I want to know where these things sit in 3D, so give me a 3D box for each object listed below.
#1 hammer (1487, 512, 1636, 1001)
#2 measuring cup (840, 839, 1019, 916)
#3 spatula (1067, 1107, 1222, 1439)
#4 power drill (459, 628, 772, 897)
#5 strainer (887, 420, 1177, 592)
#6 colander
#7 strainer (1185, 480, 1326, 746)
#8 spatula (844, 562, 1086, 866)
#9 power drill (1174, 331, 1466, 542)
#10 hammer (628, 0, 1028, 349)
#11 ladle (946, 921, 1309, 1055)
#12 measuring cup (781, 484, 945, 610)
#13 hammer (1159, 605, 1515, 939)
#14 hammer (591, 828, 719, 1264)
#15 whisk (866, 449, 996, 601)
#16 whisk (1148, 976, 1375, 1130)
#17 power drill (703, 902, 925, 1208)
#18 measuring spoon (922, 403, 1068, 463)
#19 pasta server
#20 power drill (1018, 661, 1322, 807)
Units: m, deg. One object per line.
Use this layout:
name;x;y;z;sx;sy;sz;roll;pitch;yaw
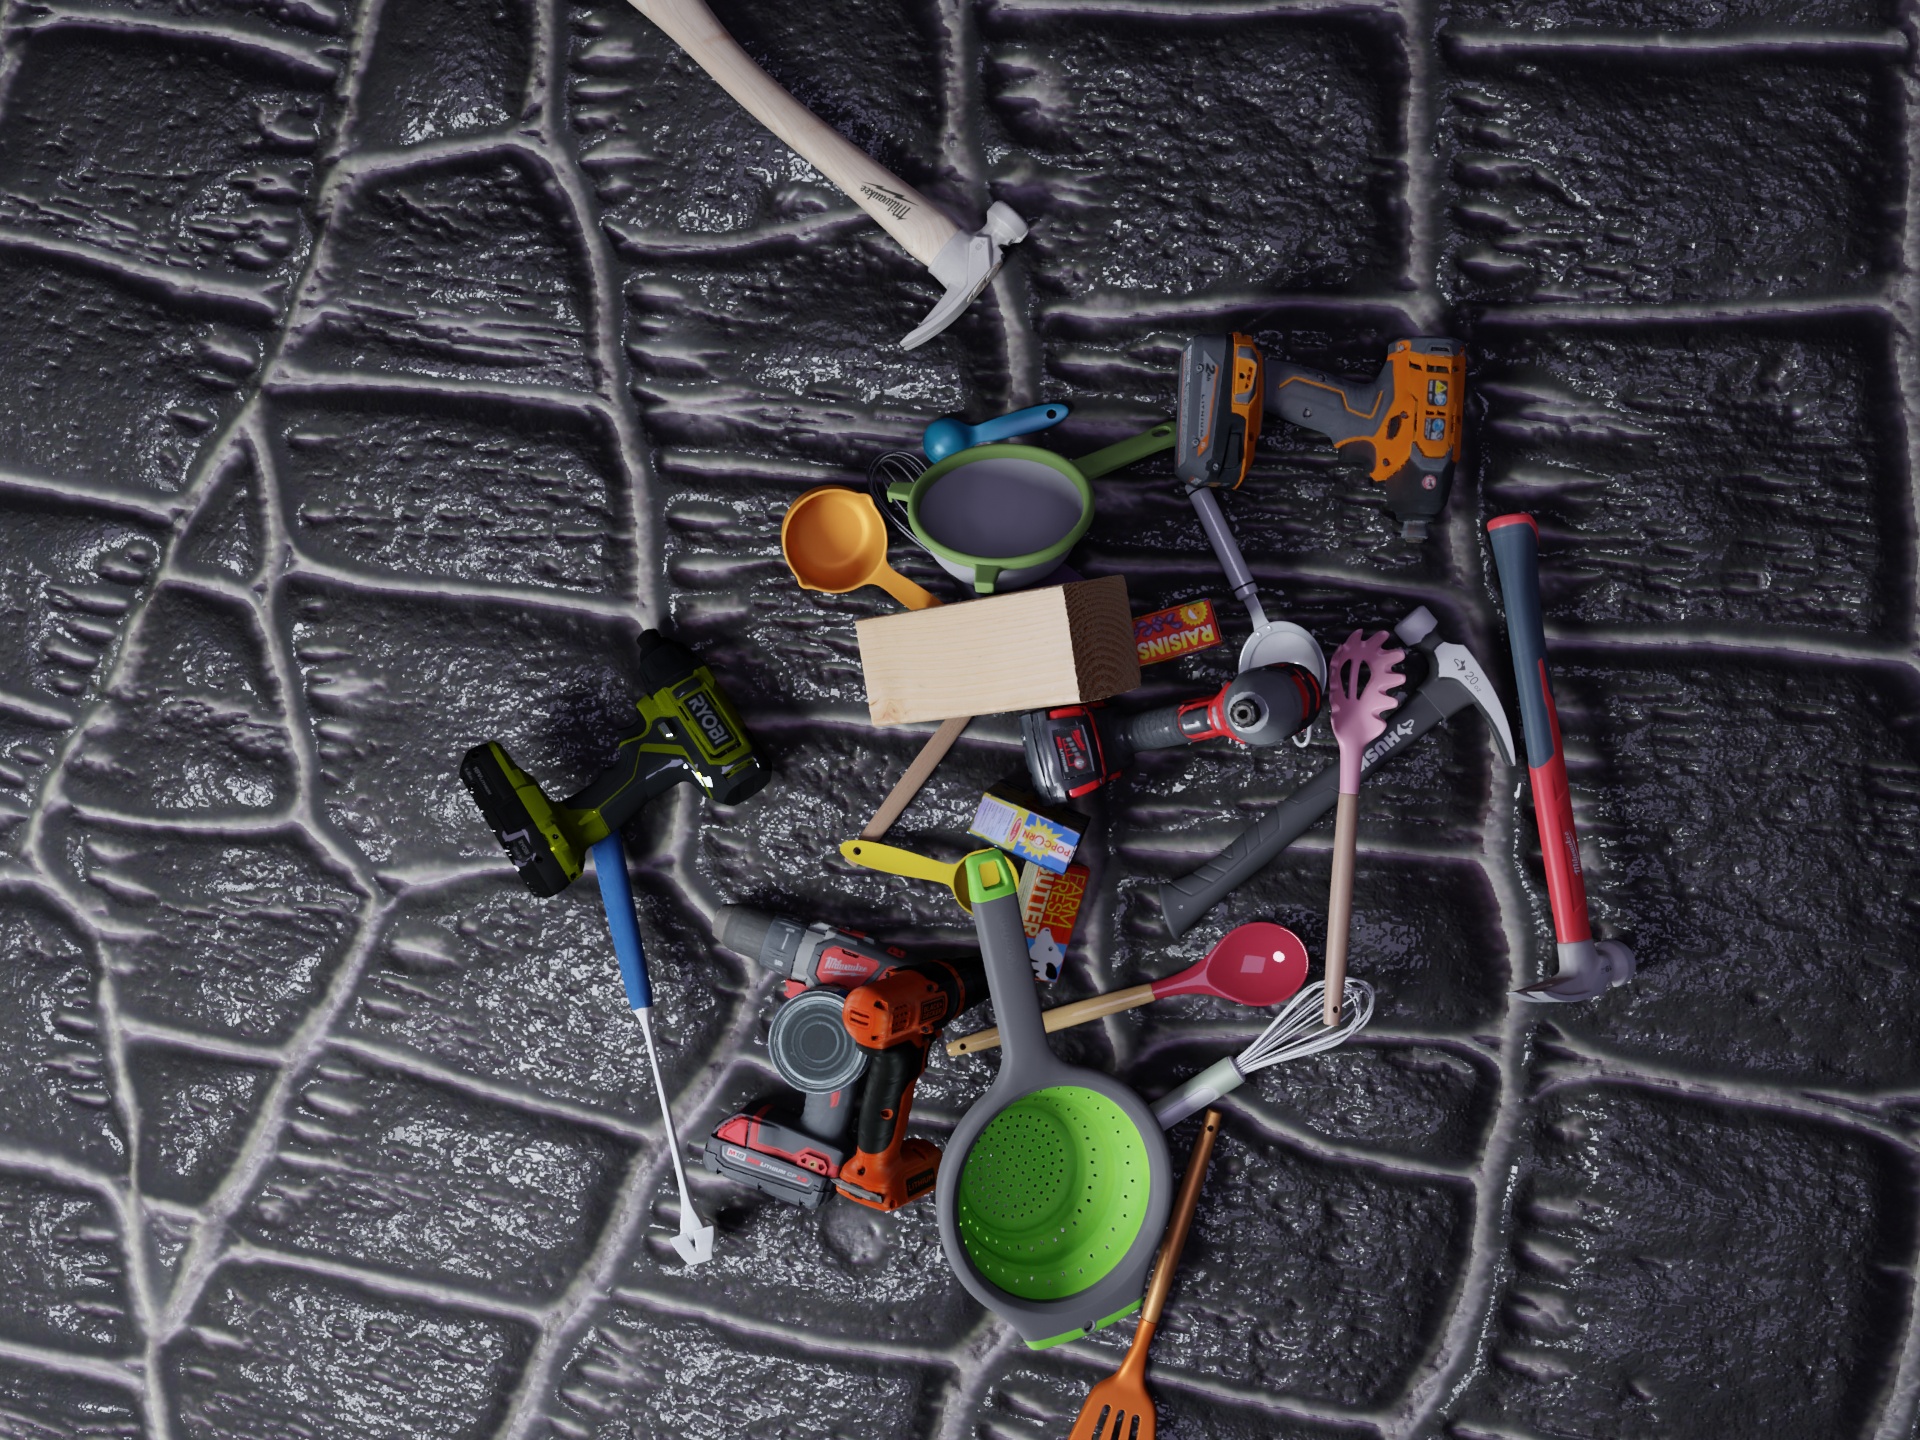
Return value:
hammer;0.456;0.027;1.261;0.038;0.143;0.386;-13;83;49
measuring cup;-0.025;0.125;1.357;0.156;0.029;0.062;14;93;7
spatula;0.166;0.482;1.331;0.081;0.041;0.322;17;92;7
power drill;-0.295;0.033;1.337;0.223;0.080;0.171;-31;73;-16
strainer;0.078;-0.176;1.309;0.256;0.069;0.152;-26;51;-20
colander;0.047;0.296;1.292;0.204;0.094;0.397;-14;95;-21
strainer;0.242;-0.101;1.318;0.087;0.050;0.258;-31;79;44
spatula;-0.002;-0.004;1.359;0.060;0.018;0.316;37;93;10
power drill;0.292;-0.230;1.285;0.226;0.084;0.164;3;91;-2
hammer;-0.139;-0.498;1.364;0.411;0.038;0.146;42;96;5
ladle;0.138;0.237;1.340;0.315;0.031;0.069;-17;81;9
measuring cup;-0.075;-0.133;1.358;0.173;0.052;0.095;34;97;-19
hammer;0.300;0.067;1.314;0.335;0.035;0.146;-40;85;6
hammer;-0.264;0.253;1.341;0.035;0.144;0.406;-13;79;-11
whisk;-0.001;-0.130;1.340;0.055;0.055;0.239;-36;85;6
whisk;0.236;0.286;1.320;0.246;0.059;0.057;-34;114;10
power drill;-0.147;0.275;1.352;0.188;0.080;0.227;19;90;6
measuring spoon;0.029;-0.249;1.351;0.128;0.021;0.042;-14;89;8
pasta server;0.311;0.086;1.270;0.060;0.040;0.316;5;88;-6
power drill;0.166;0.005;1.254;0.219;0.143;0.078;-14;91;26
